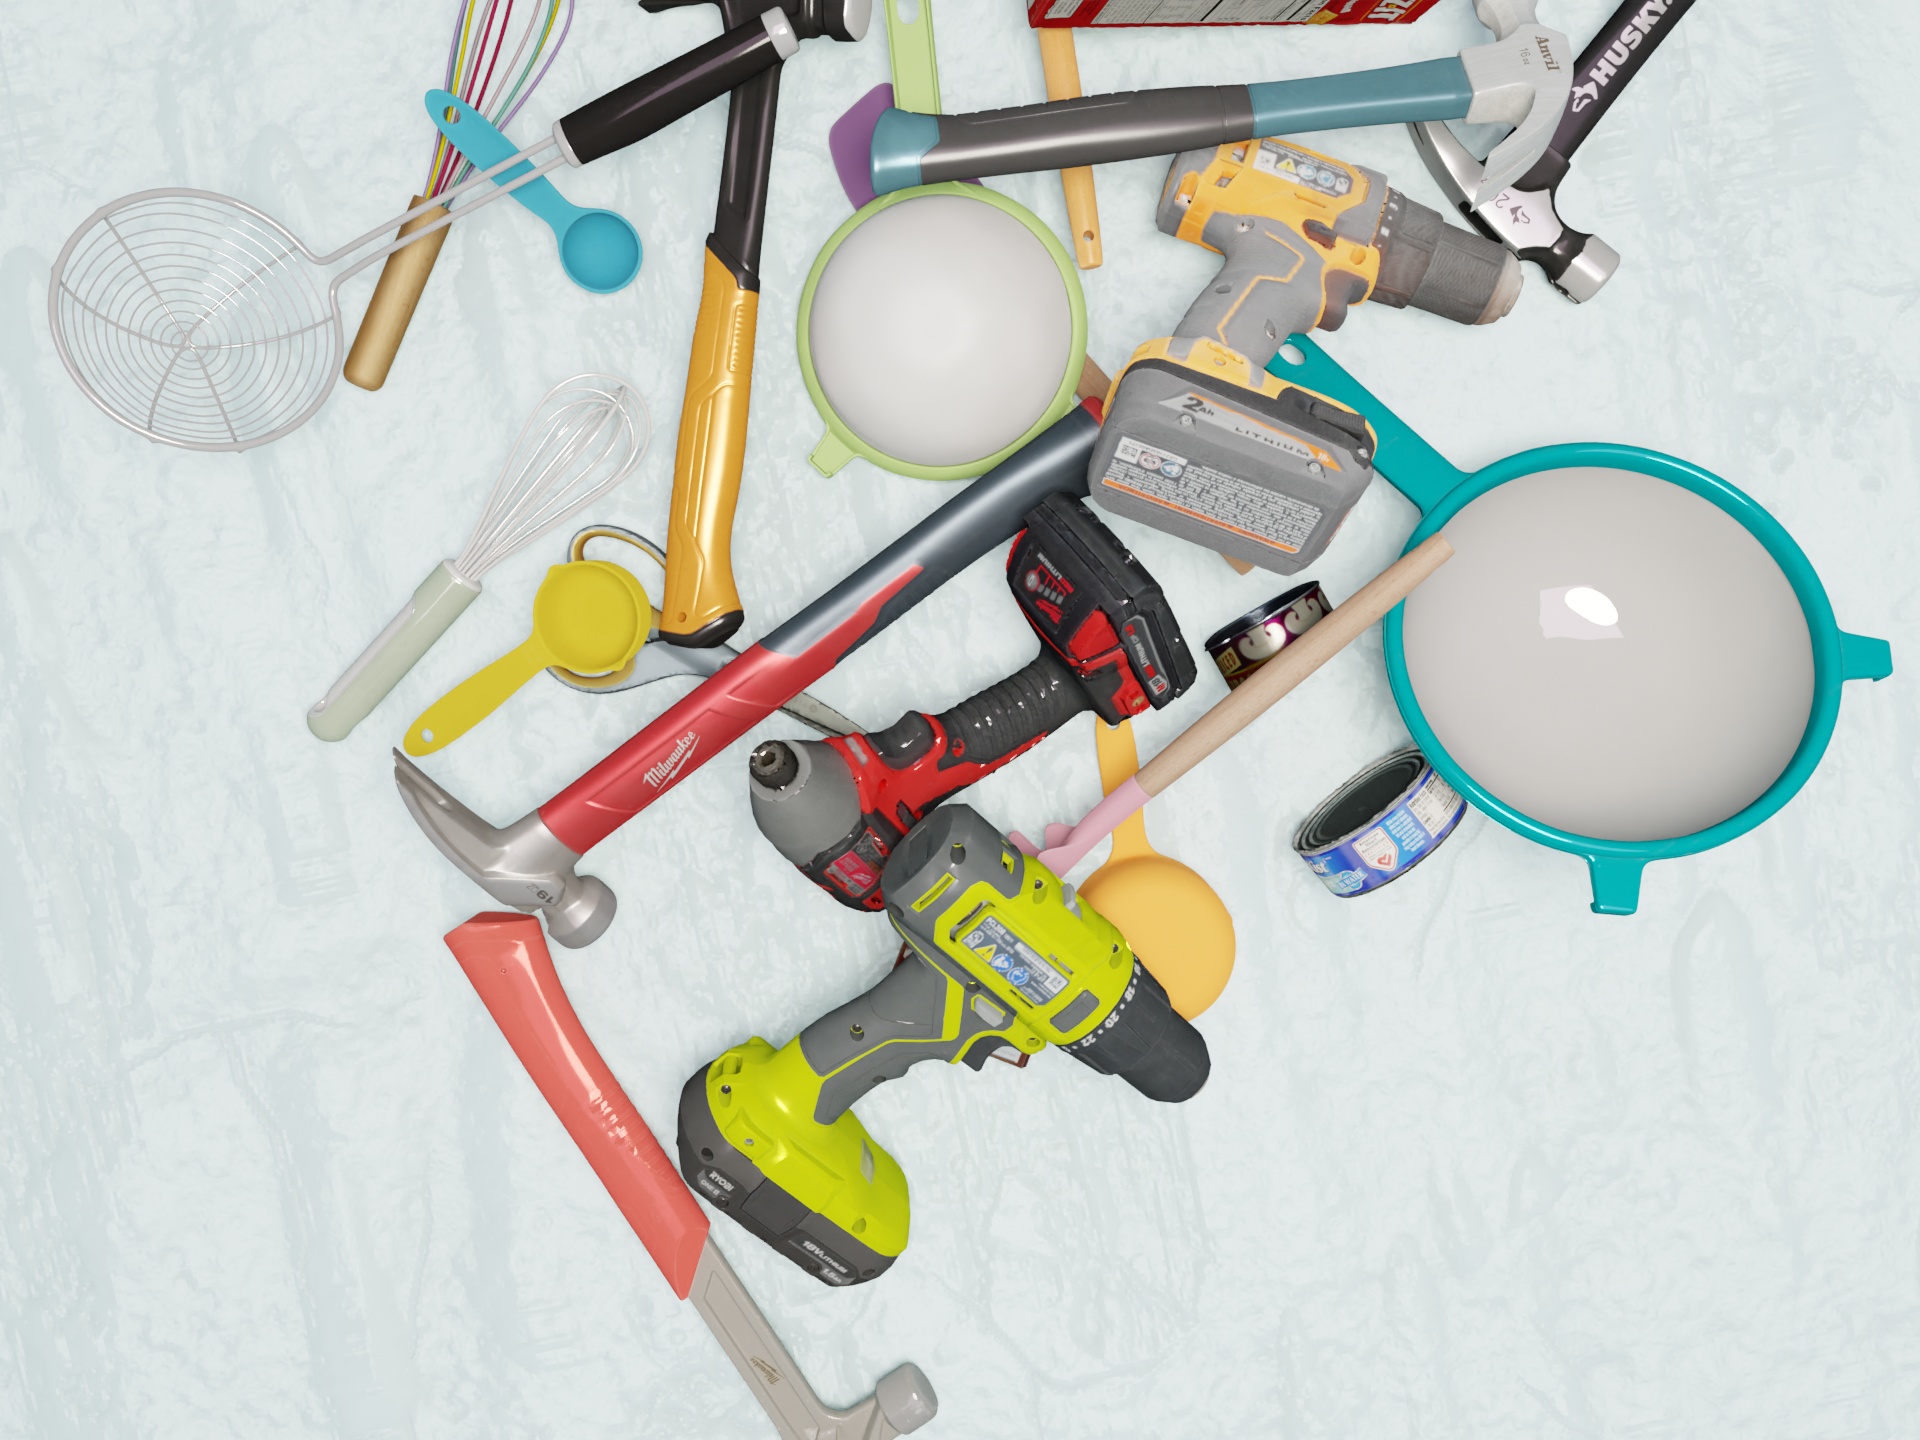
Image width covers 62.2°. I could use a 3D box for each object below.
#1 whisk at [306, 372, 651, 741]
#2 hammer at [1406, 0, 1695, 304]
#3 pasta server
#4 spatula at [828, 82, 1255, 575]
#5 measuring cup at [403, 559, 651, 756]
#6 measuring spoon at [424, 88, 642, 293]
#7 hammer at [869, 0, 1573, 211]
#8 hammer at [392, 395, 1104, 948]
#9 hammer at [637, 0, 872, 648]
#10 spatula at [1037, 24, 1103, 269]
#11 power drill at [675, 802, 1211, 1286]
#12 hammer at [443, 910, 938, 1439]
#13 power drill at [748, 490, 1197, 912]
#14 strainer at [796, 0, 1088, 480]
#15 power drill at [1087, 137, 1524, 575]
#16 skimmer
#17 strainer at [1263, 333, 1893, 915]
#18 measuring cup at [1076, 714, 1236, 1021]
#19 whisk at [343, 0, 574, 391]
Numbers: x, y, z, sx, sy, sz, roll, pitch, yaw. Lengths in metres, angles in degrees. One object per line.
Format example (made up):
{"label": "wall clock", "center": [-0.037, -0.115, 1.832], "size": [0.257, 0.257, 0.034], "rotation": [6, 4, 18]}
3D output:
{"label": "whisk", "center": [-0.250, -0.081, 0.814], "size": [0.246, 0.058, 0.059], "rotation": [-46, 123, 6]}
{"label": "hammer", "center": [0.365, -0.387, 0.795], "size": [0.146, 0.035, 0.335], "rotation": [38, 99, -2]}
{"label": "pasta server", "center": [0.106, 0.010, 0.780], "size": [0.316, 0.060, 0.040], "rotation": [-40, 96, 16]}
{"label": "spatula", "center": [0.046, -0.196, 0.825], "size": [0.060, 0.018, 0.316], "rotation": [-42, 92, 5]}
{"label": "measuring cup", "center": [-0.224, -0.028, 0.817], "size": [0.156, 0.029, 0.062], "rotation": [-33, 93, 16]}
{"label": "measuring spoon", "center": [-0.214, -0.268, 0.801], "size": [0.042, 0.021, 0.128], "rotation": [-44, 112, 13]}
{"label": "hammer", "center": [0.121, -0.284, 0.745], "size": [0.331, 0.033, 0.128], "rotation": [-7, 63, -1]}
{"label": "hammer", "center": [-0.088, -0.043, 0.779], "size": [0.386, 0.038, 0.143], "rotation": [-37, 128, 3]}
{"label": "hammer", "center": [-0.124, -0.205, 0.797], "size": [0.127, 0.034, 0.337], "rotation": [8, 94, 17]}
{"label": "spatula", "center": [0.041, -0.388, 0.802], "size": [0.081, 0.041, 0.322], "rotation": [-9, 93, -1]}
{"label": "power drill", "center": [-0.009, 0.172, 0.782], "size": [0.190, 0.080, 0.228], "rotation": [42, 106, -17]}
{"label": "hammer", "center": [-0.168, 0.260, 0.838], "size": [0.149, 0.037, 0.359], "rotation": [-33, 94, 1]}
{"label": "power drill", "center": [-0.001, -0.002, 0.774], "size": [0.219, 0.143, 0.079], "rotation": [-38, 58, 0]}
{"label": "strainer", "center": [-0.018, -0.247, 0.781], "size": [0.151, 0.069, 0.256], "rotation": [-5, 99, 8]}
{"label": "power drill", "center": [0.168, -0.181, 0.760], "size": [0.185, 0.084, 0.226], "rotation": [20, 59, 0]}
{"label": "skimmer", "center": [-0.244, -0.245, 0.745], "size": [0.363, 0.090, 0.127], "rotation": [-24, 101, 7]}
{"label": "strainer", "center": [0.268, -0.069, 0.809], "size": [0.211, 0.095, 0.340], "rotation": [-40, 73, -9]}
{"label": "measuring cup", "center": [0.092, 0.075, 0.822], "size": [0.095, 0.052, 0.173], "rotation": [-9, 95, 0]}
{"label": "whisk", "center": [-0.261, -0.284, 0.805], "size": [0.051, 0.047, 0.245], "rotation": [25, 96, -3]}
